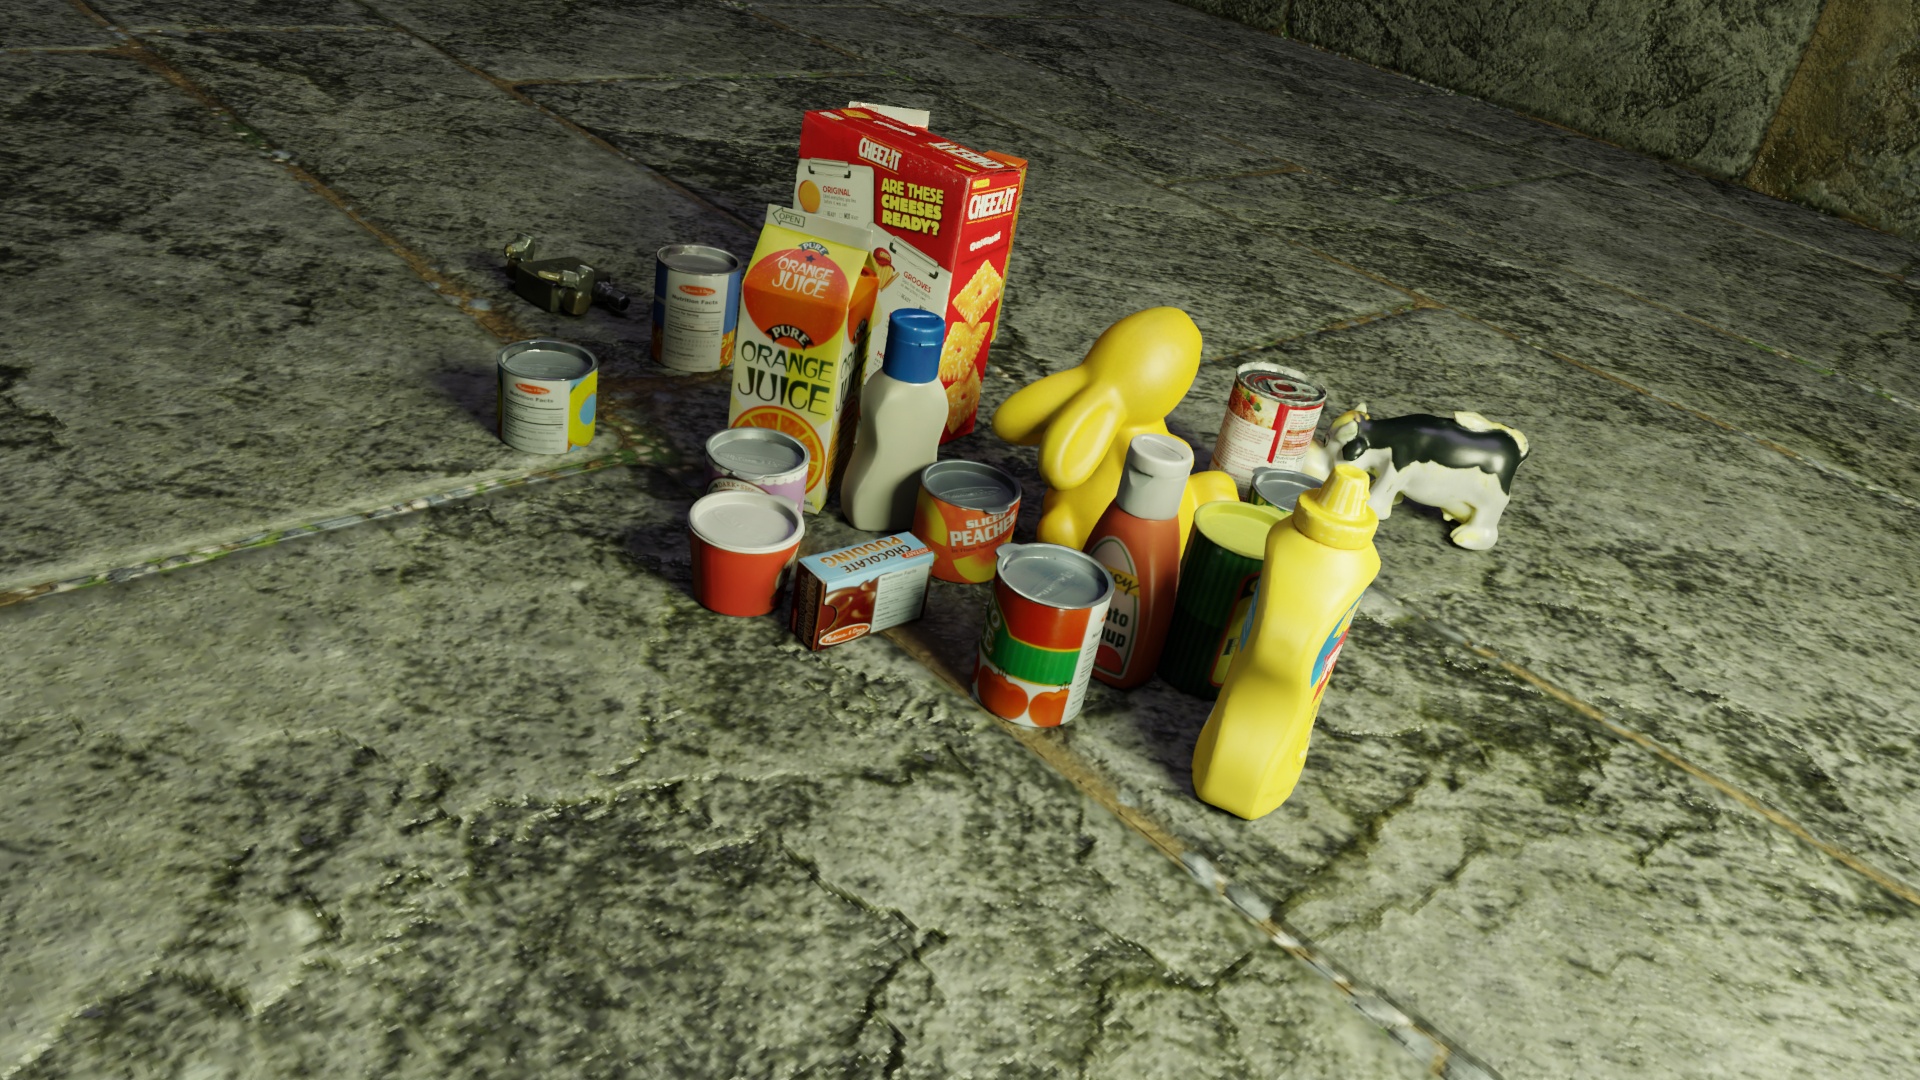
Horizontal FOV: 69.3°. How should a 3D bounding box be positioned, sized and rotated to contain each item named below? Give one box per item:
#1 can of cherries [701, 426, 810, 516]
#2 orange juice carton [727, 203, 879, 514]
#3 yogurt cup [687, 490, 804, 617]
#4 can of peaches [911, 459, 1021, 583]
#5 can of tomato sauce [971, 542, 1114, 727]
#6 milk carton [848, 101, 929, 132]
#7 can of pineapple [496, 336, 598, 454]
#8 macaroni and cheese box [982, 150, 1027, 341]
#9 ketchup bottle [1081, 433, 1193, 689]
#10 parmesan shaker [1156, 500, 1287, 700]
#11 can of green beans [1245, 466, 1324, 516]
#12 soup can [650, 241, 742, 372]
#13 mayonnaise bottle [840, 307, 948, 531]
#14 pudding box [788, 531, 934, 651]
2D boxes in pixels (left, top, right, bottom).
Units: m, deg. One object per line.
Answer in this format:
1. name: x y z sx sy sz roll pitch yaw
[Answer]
1. can of cherries: -0.133 -0.032 0.889 0.071 0.058 0.072 9 30 -5
2. orange juice carton: -0.104 -0.123 0.921 0.072 0.191 0.073 15 30 7
3. yogurt cup: -0.129 0.009 0.825 0.072 0.053 0.073 9 30 -5
4. can of peaches: 0.003 -0.011 0.902 0.071 0.057 0.071 9 30 -5
5. can of tomato sauce: 0.043 0.052 0.781 0.071 0.082 0.071 9 30 -5
6. milk carton: -0.074 -0.282 1.206 0.072 0.189 0.074 2 31 -16
7. can of pineapple: -0.283 -0.100 0.955 0.071 0.057 0.071 9 30 -5
8. macaroni and cheese box: 0.007 -0.234 1.176 0.040 0.165 0.124 19 30 14
9. ketchup bottle: 0.100 0.011 0.806 0.065 0.148 0.044 32 35 32
10. parmesan shaker: 0.160 0.036 0.830 0.071 0.102 0.071 9 30 -5
11. can of green beans: 0.230 -0.010 0.977 0.071 0.057 0.071 9 30 -5
12. soup can: -0.210 -0.185 1.101 0.071 0.083 0.072 9 30 -5
13. mayonnaise bottle: -0.039 -0.078 0.911 0.065 0.147 0.041 -5 33 -27
14. pudding box: -0.058 0.029 0.820 0.084 0.049 0.030 -16 39 -39
